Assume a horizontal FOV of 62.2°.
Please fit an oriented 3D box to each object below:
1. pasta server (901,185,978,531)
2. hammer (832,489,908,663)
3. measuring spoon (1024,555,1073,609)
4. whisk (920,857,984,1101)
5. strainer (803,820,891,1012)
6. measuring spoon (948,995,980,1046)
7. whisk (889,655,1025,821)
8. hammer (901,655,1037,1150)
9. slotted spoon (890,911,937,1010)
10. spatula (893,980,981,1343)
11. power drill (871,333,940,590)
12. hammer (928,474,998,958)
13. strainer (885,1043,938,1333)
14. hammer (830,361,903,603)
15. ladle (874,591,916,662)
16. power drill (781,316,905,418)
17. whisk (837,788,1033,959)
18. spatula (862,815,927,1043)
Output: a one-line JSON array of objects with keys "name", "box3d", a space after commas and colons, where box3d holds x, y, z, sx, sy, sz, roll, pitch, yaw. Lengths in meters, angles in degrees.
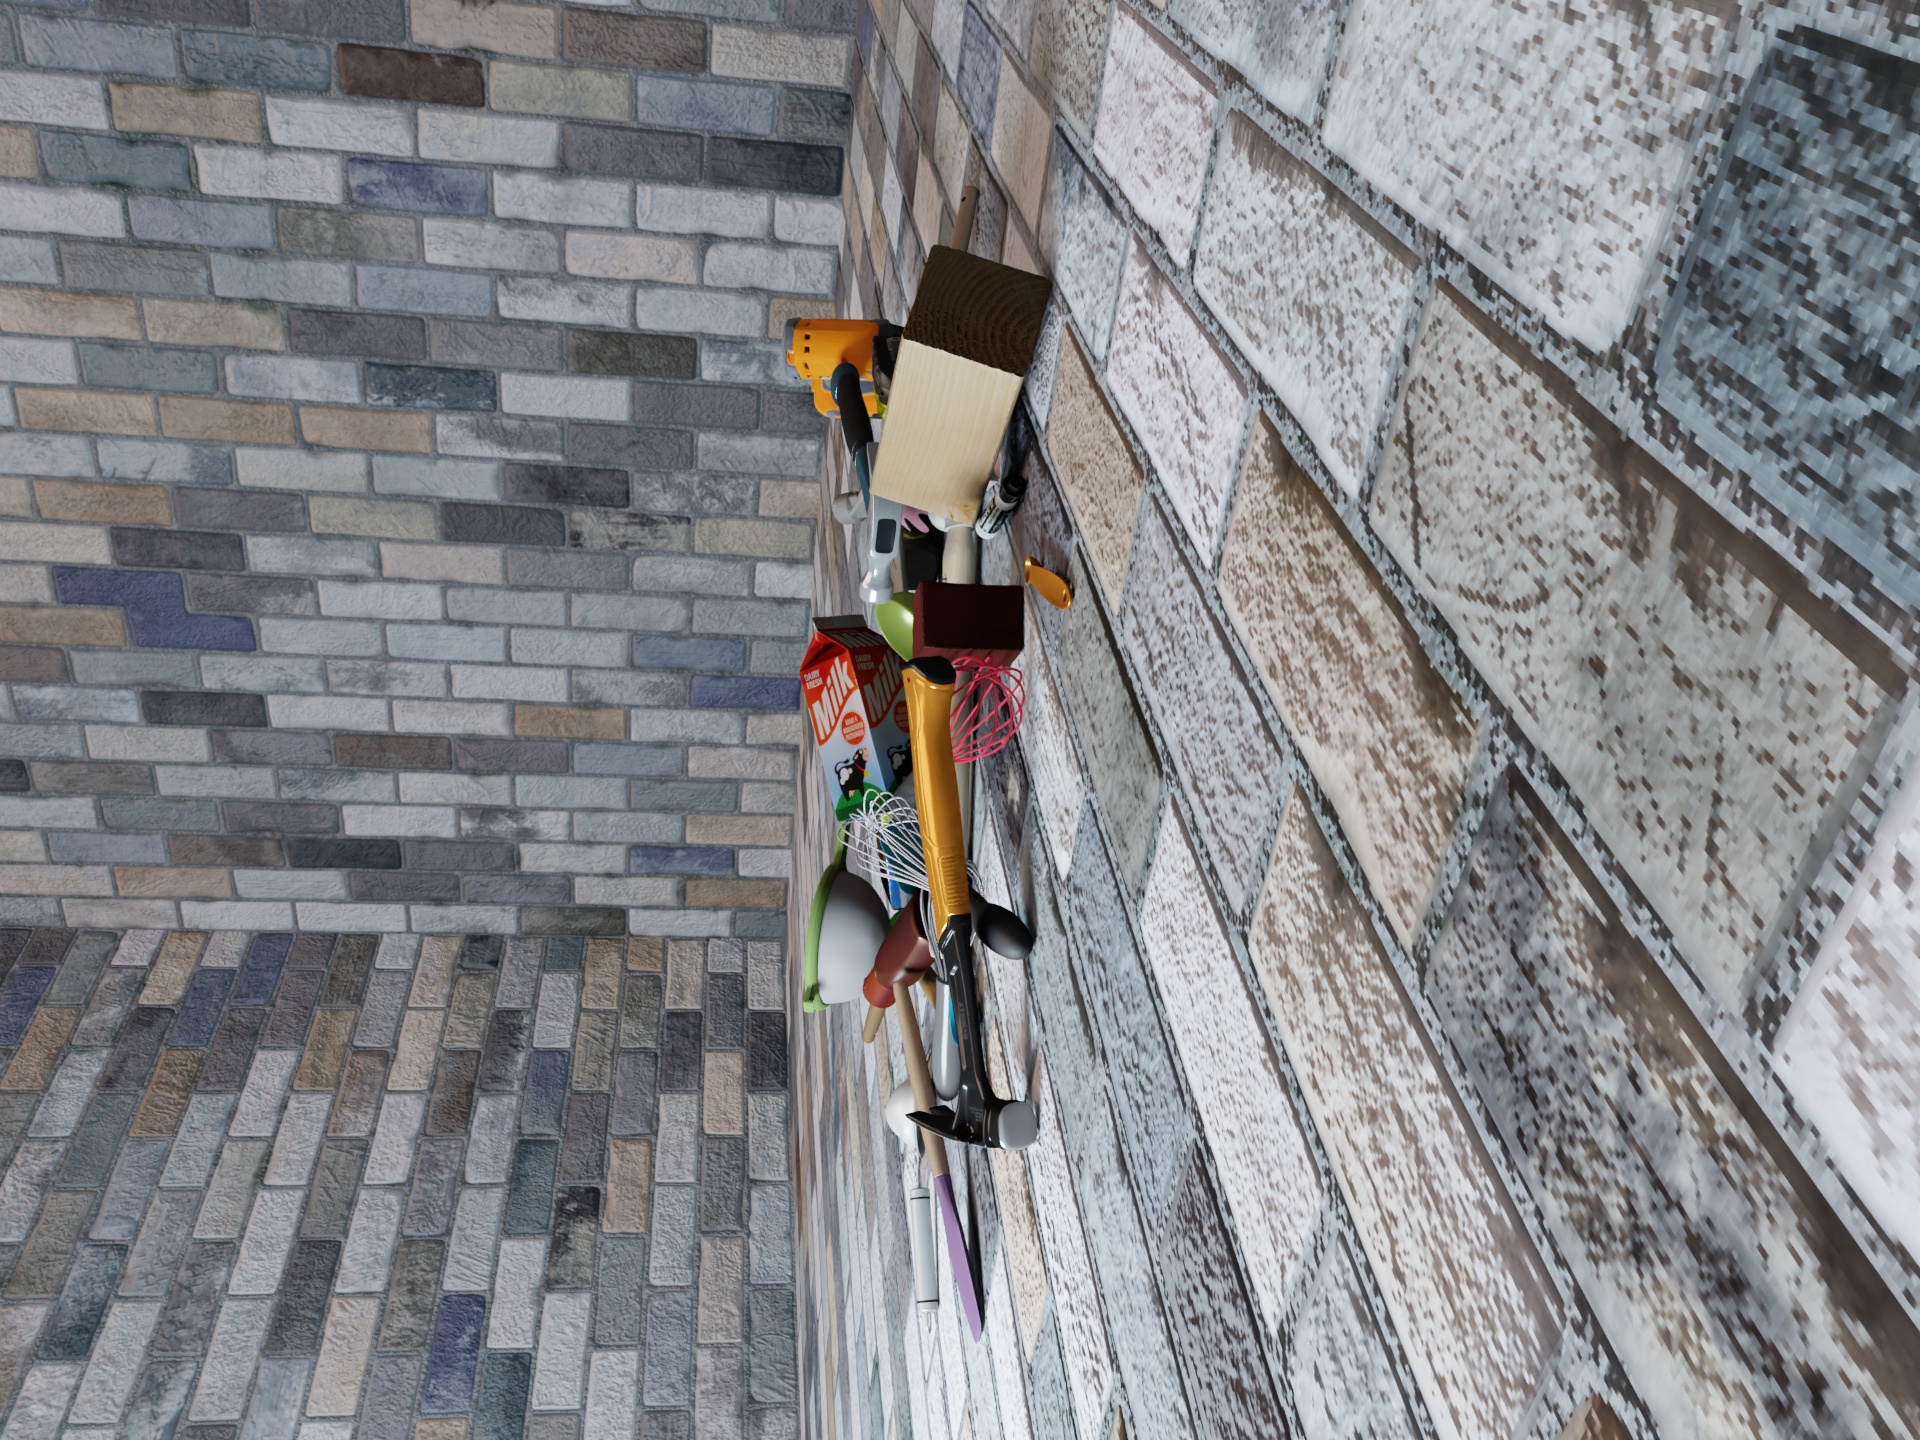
[{"name": "pasta server", "box3d": [-0.018, -0.330, 1.450, 0.060, 0.040, 0.316, 10, 87, 41]}, {"name": "hammer", "box3d": [-0.047, -0.049, 1.524, 0.149, 0.036, 0.359, -1, 96, 42]}, {"name": "measuring spoon", "box3d": [0.061, -0.092, 1.066, 0.117, 0.011, 0.021, -128, 40, -70]}, {"name": "whisk", "box3d": [-0.007, 0.216, 1.313, 0.055, 0.055, 0.238, -108, 18, -65]}, {"name": "strainer", "box3d": [-0.100, 0.169, 1.607, 0.151, 0.069, 0.256, 13, -96, -81]}, {"name": "measuring spoon", "box3d": [0.016, 0.271, 1.253, 0.042, 0.021, 0.129, 104, 156, -44]}, {"name": "whisk", "box3d": [-0.013, 0.024, 1.241, 0.295, 0.073, 0.073, 124, 148, -62]}, {"name": "hammer", "box3d": [-0.010, 0.124, 1.108, 0.127, 0.034, 0.337, -11, 85, 58]}, {"name": "slotted spoon", "box3d": [-0.034, 0.243, 1.513, 0.314, 0.031, 0.070, -148, 63, -77]}, {"name": "spatula", "box3d": [-0.021, 0.358, 1.325, 0.059, 0.018, 0.316, 99, 160, -51]}, {"name": "power drill", "box3d": [-0.053, -0.267, 1.604, 0.171, 0.080, 0.223, -103, 14, -55]}, {"name": "hammer", "box3d": [-0.002, -0.004, 1.349, 0.146, 0.038, 0.411, 166, 105, -79]}, {"name": "strainer", "box3d": [-0.040, 0.431, 1.474, 0.086, 0.050, 0.259, 73, -169, -67]}, {"name": "hammer", "box3d": [-0.090, -0.247, 1.476, 0.331, 0.033, 0.128, -106, 22, -53]}, {"name": "ladle", "box3d": [-0.033, 0.039, 1.423, 0.078, 0.062, 0.320, 148, 119, -64]}, {"name": "power drill", "box3d": [-0.096, -0.381, 1.719, 0.226, 0.164, 0.084, -9, -79, -87]}, {"name": "whisk", "box3d": [-0.020, 0.118, 1.202, 0.285, 0.070, 0.070, 32, 121, 59]}, {"name": "spatula", "box3d": [-0.068, 0.205, 1.529, 0.082, 0.044, 0.317, -44, -22, -46]}]
